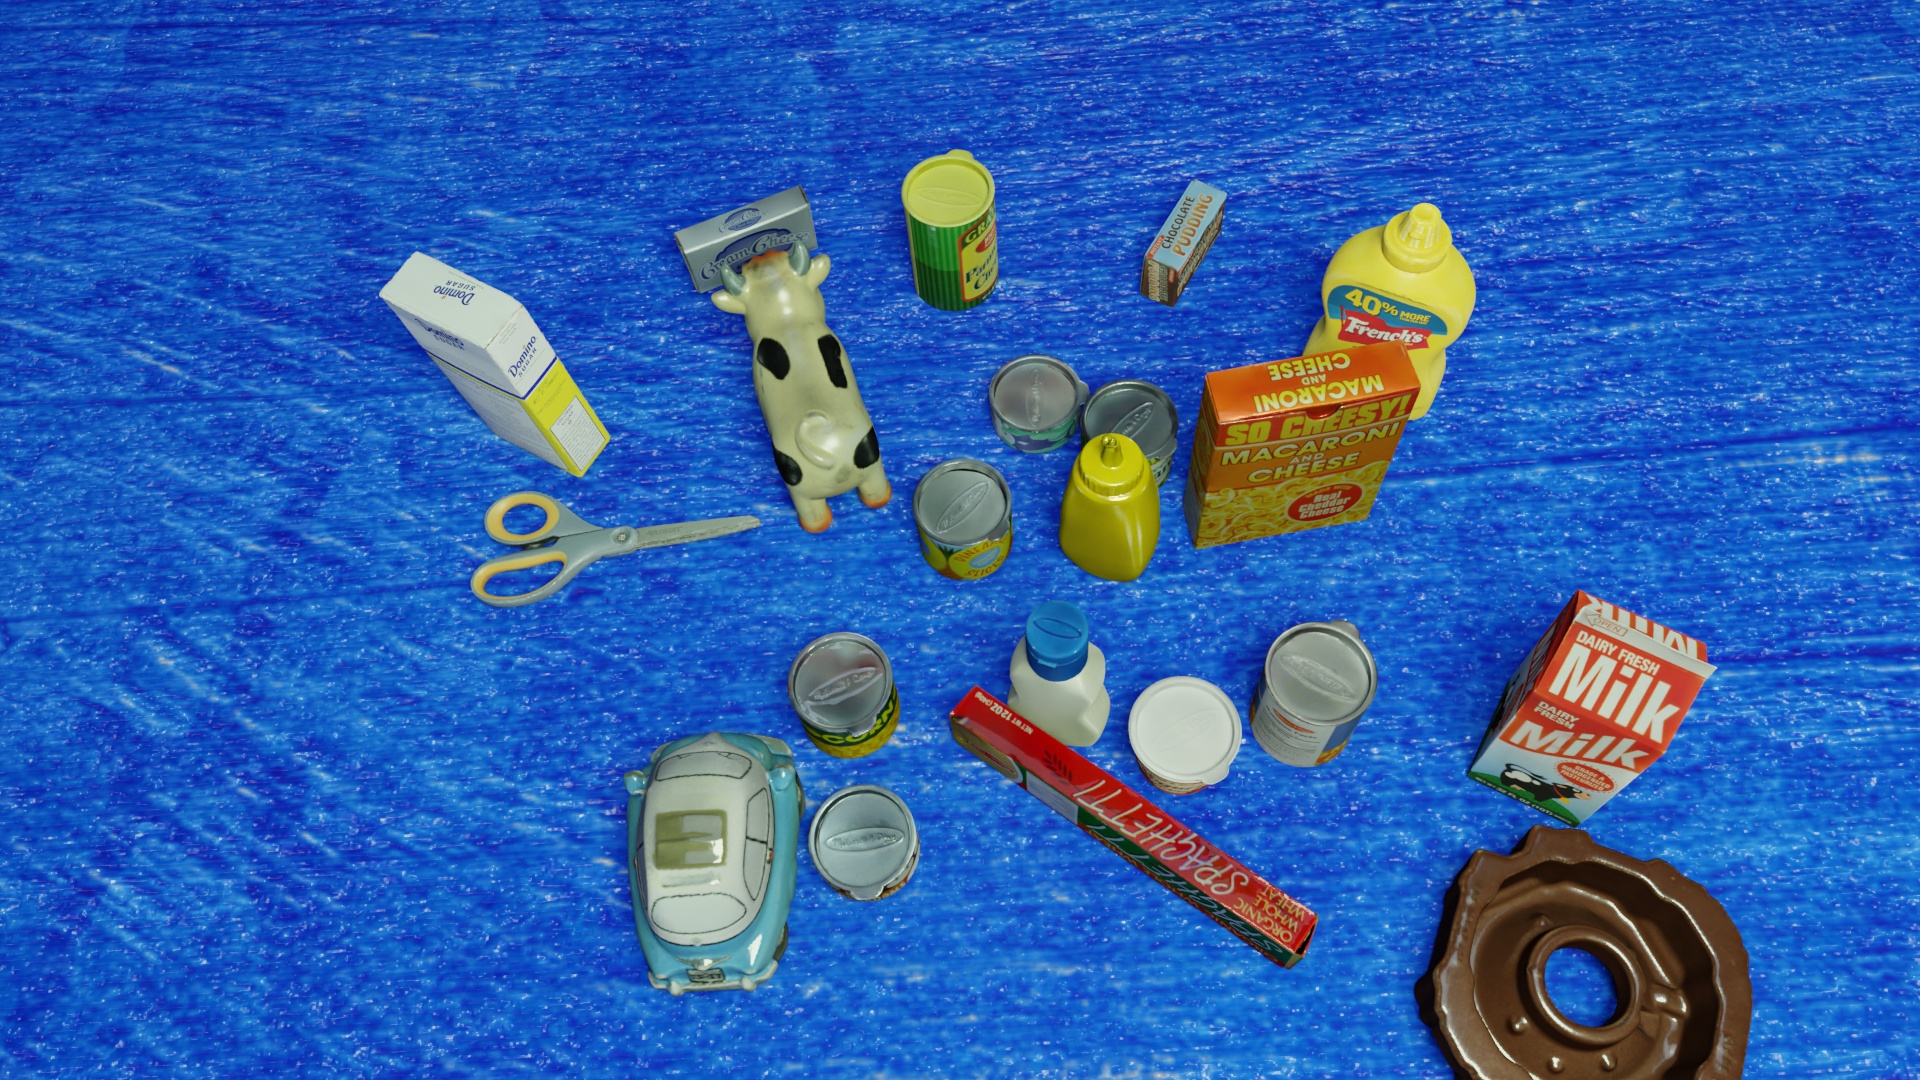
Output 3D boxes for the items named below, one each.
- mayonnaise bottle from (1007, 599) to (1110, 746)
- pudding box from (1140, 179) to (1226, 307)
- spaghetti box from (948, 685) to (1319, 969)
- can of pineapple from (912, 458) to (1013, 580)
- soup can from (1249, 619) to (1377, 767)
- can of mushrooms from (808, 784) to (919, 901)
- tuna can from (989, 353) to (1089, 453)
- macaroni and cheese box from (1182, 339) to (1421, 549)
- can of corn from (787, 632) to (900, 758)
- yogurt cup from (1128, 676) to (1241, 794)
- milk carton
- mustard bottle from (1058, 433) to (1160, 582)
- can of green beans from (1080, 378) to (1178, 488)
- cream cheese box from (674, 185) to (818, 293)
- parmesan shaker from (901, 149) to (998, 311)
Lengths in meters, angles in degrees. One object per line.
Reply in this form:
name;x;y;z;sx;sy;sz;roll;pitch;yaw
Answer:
mayonnaise bottle;0.059;0.081;0.840;0.065;0.147;0.041;17;66;12
pudding box;0.167;-0.224;1.044;0.030;0.049;0.084;27;68;16
spaghetti box;0.101;0.173;0.845;0.250;0.050;0.029;32;70;18
can of pineapple;0.003;-0.012;0.942;0.071;0.057;0.071;-2;63;3
soup can;0.217;0.095;0.858;0.071;0.083;0.071;-2;63;3
can of mushrooms;-0.059;0.189;0.856;0.071;0.033;0.071;-2;63;3
tuna can;0.057;-0.098;0.996;0.071;0.032;0.071;-2;63;3
macaroni and cheese box;0.213;-0.056;0.890;0.124;0.165;0.040;-10;63;-1
can of corn;-0.072;0.102;0.888;0.071;0.058;0.071;-2;63;3
yogurt cup;0.138;0.125;0.865;0.072;0.053;0.072;-2;63;3
milk carton;0.357;0.092;0.790;0.072;0.189;0.074;26;68;16
mustard bottle;0.097;-0.027;0.886;0.065;0.159;0.049;21;67;14
can of green beans;0.116;-0.069;0.963;0.071;0.057;0.071;-2;63;3
cream cheese box;-0.163;-0.231;1.068;0.104;0.053;0.024;-23;64;-8
parmesan shaker;-0.005;-0.227;1.027;0.071;0.102;0.071;-2;63;3
